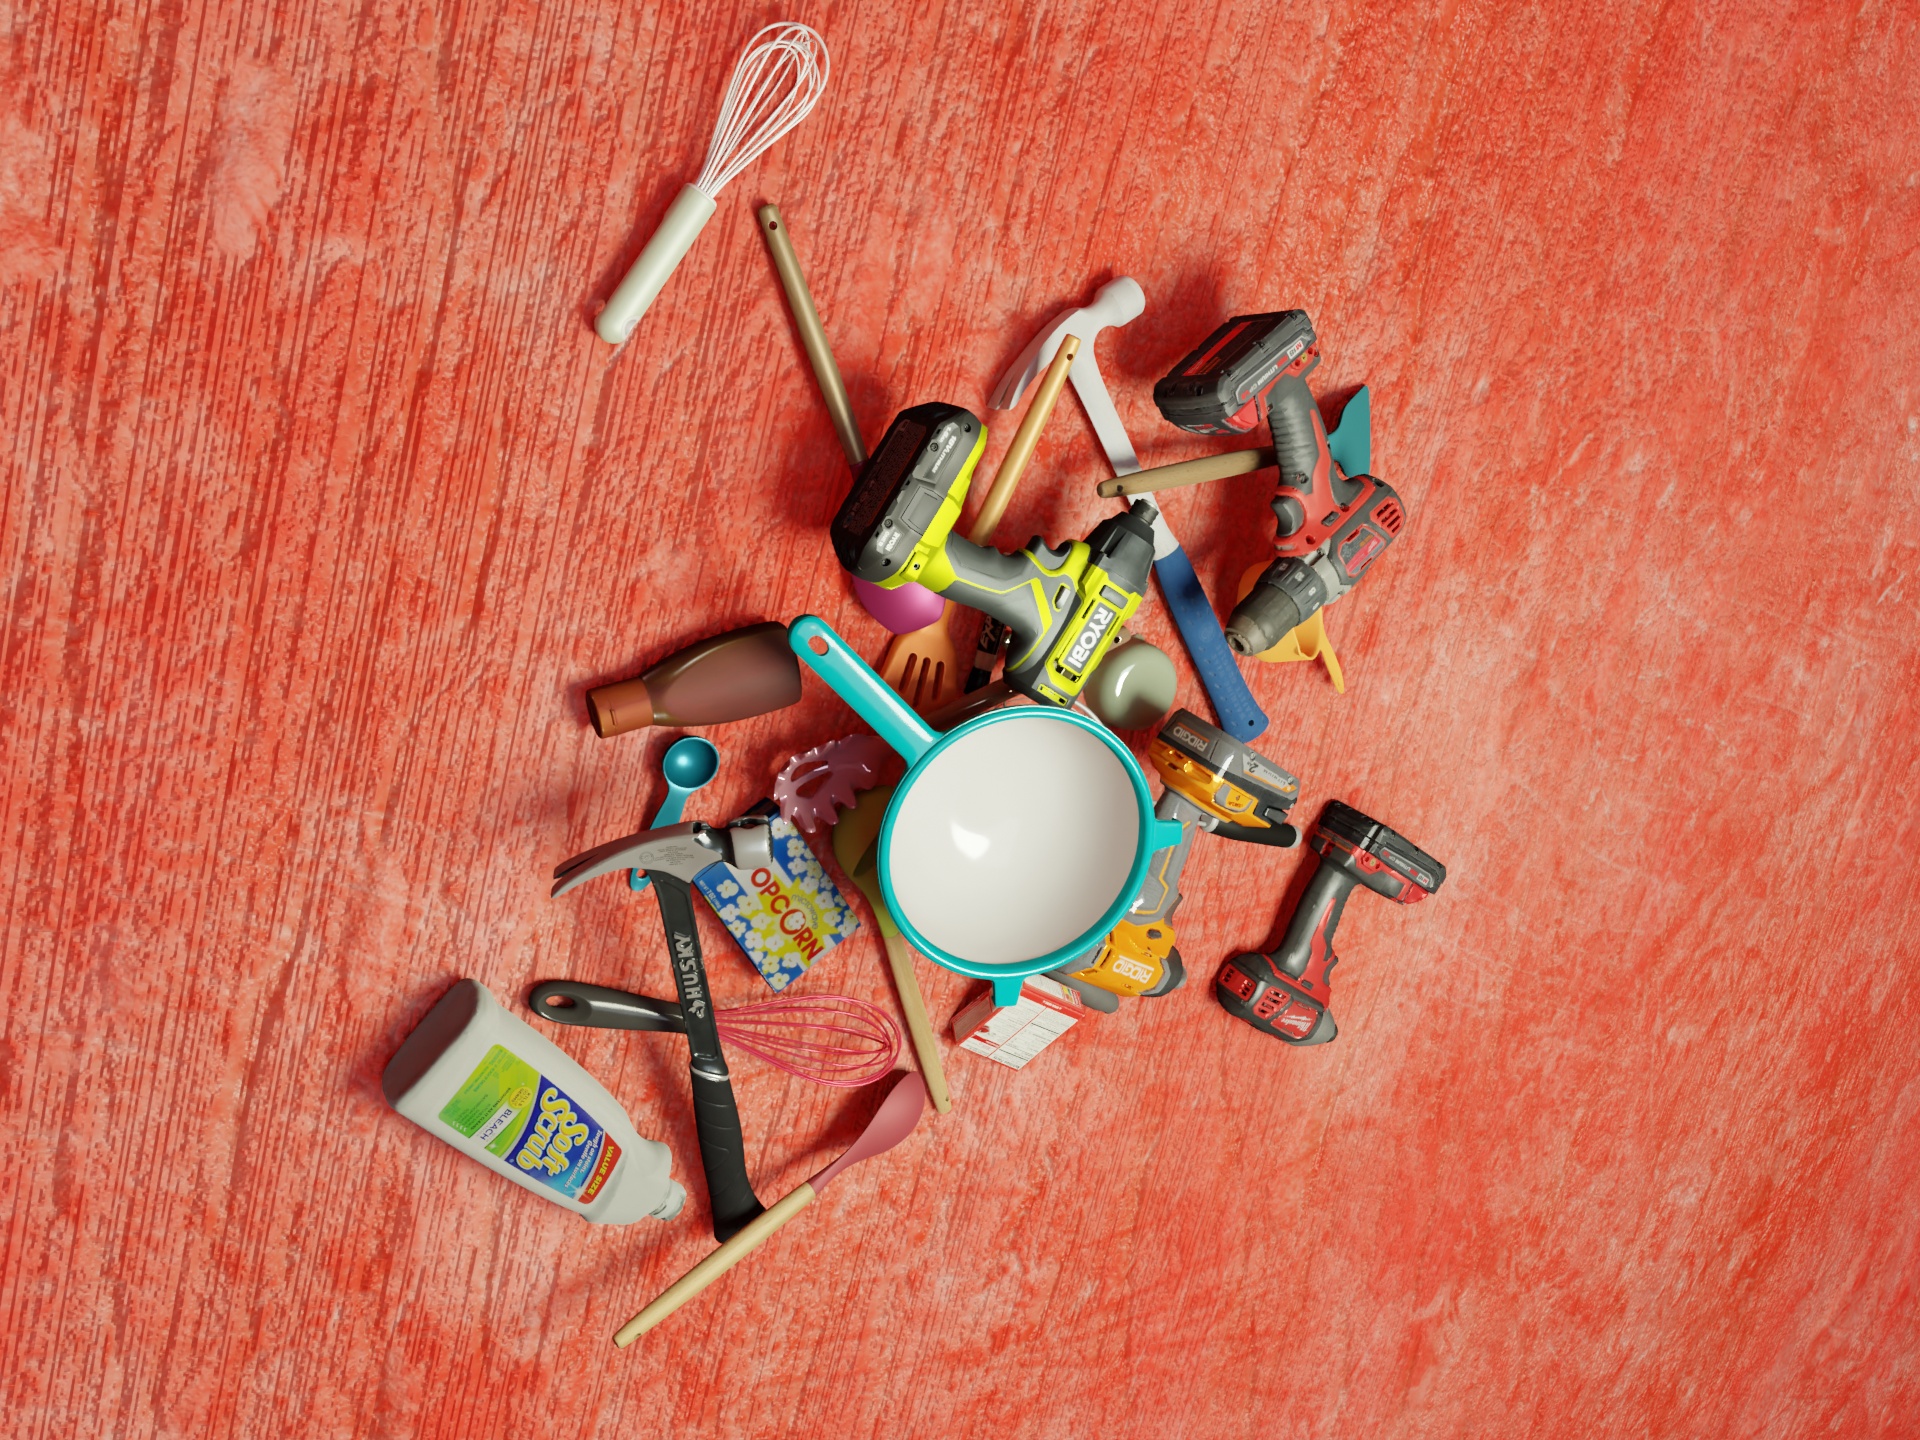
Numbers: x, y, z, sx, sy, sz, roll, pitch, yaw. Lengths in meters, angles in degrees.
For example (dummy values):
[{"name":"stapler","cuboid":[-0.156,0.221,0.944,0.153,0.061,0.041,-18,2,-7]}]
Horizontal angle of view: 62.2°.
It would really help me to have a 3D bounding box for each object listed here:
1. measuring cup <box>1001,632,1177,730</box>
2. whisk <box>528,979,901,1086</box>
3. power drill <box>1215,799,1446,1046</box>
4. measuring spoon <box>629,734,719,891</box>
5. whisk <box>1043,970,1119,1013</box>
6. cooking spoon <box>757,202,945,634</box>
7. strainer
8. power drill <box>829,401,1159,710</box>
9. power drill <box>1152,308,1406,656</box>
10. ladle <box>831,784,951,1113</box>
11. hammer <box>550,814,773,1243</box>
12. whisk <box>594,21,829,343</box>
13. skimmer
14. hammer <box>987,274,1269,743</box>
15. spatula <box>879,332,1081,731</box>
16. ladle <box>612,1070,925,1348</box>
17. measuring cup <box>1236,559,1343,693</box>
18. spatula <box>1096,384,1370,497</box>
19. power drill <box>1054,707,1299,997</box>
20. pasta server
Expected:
[{"name":"measuring cup","cuboid":[0.107,-0.040,1.287,0.167,0.038,0.083,17,96,-33]},{"name":"whisk","cuboid":[-0.180,0.230,1.206,0.295,0.073,0.073,13,98,-24]},{"name":"power drill","cuboid":[0.342,0.198,1.468,0.143,0.079,0.219,32,91,-32]},{"name":"measuring spoon","cuboid":[-0.216,0.066,1.162,0.042,0.021,0.128,18,105,-31]},{"name":"whisk","cuboid":[0.059,0.194,1.332,0.238,0.055,0.055,38,85,-36]},{"name":"cooking spoon","cuboid":[-0.082,-0.208,1.132,0.069,0.017,0.318,-20,109,-1]},{"name":"strainer","cuboid":[-0.011,0.037,1.157,0.211,0.095,0.340,-45,113,0]},{"name":"power drill","cuboid":[0.034,-0.126,1.146,0.223,0.080,0.171,30,92,-30]},{"name":"power drill","cuboid":[0.238,-0.179,1.225,0.188,0.080,0.226,-43,117,-19]},{"name":"ladle","cuboid":[-0.039,0.192,1.270,0.078,0.062,0.320,-47,131,-47]},{"name":"hammer","cuboid":[-0.191,0.242,1.160,0.149,0.036,0.408,-6,124,-4]},{"name":"whisk","cuboid":[-0.167,-0.353,1.047,0.059,0.058,0.246,34,90,3]},{"name":"skimmer","cuboid":[0.155,0.060,1.349,0.363,0.090,0.127,13,109,-41]},{"name":"hammer","cuboid":[0.157,-0.143,1.286,0.144,0.035,0.405,-37,119,-14]},{"name":"spatula","cuboid":[0.019,-0.135,1.191,0.081,0.041,0.322,16,109,-31]},{"name":"ladle","cuboid":[-0.138,0.381,1.242,0.315,0.031,0.069,-33,143,-30]},{"name":"measuring cup","cuboid":[0.284,-0.070,1.365,0.173,0.052,0.095,50,44,-48]},{"name":"spatula","cuboid":[0.234,-0.211,1.286,0.317,0.044,0.082,-15,110,-29]},{"name":"power drill","cuboid":[0.173,0.119,1.275,0.164,0.084,0.226,28,94,-43]},{"name":"pasta server","cuboid":[-0.002,-0.004,1.209,0.316,0.040,0.060,-25,112,-17]}]
